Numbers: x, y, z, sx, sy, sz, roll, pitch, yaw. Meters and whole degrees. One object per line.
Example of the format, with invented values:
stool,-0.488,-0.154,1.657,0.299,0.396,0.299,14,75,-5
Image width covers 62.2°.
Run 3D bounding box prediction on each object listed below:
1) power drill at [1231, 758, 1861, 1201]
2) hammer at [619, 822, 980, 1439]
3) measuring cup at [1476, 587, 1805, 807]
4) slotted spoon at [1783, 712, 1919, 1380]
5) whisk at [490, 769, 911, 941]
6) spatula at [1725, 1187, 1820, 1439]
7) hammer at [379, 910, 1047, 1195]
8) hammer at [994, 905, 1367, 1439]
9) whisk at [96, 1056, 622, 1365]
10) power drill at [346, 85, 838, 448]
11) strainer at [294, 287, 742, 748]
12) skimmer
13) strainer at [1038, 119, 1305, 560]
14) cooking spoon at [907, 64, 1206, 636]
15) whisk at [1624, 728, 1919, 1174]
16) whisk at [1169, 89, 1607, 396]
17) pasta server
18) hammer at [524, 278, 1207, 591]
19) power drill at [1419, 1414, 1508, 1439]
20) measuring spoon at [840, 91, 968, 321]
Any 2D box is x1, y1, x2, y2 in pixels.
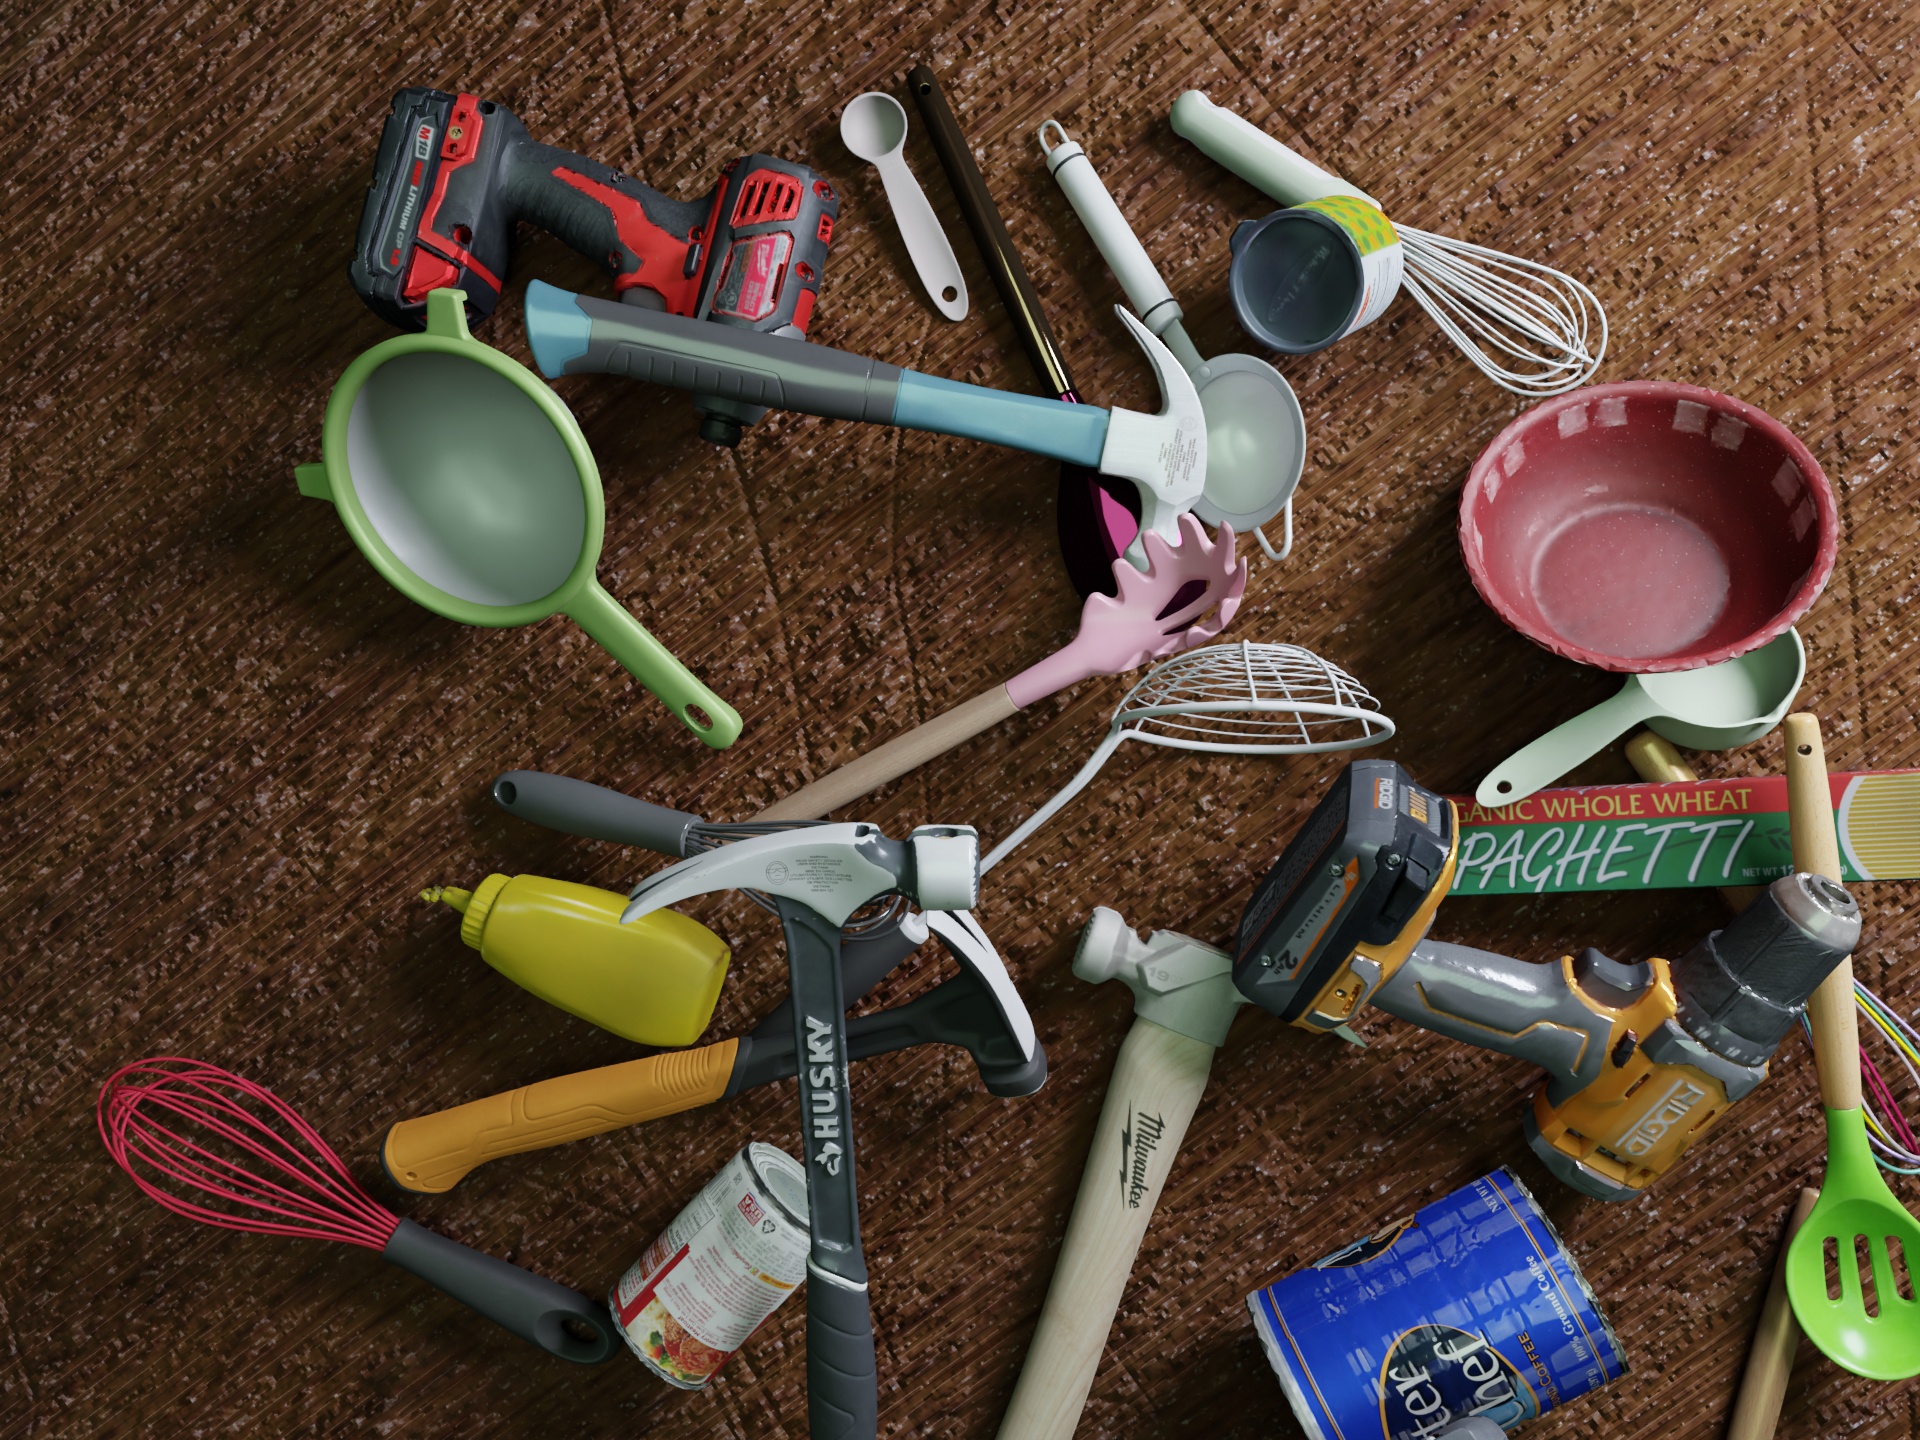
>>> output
power drill,0.261,0.104,0.716,0.226,0.084,0.185,28,122,-1
hammer,-0.063,0.235,0.725,0.149,0.036,0.408,-1,111,2
measuring cup,0.318,0.002,0.757,0.167,0.038,0.083,-31,58,0
slotted spoon,0.398,0.149,0.718,0.070,0.031,0.313,-8,100,23
whisk,-0.134,0.061,0.789,0.239,0.055,0.055,13,90,20
spatula,0.372,0.380,0.756,0.082,0.044,0.317,15,89,2
hammer,-0.135,0.170,0.770,0.337,0.034,0.127,-17,125,13
hammer,0.063,0.308,0.788,0.146,0.038,0.410,21,91,4
whisk,-0.307,0.255,0.813,0.296,0.073,0.073,27,91,-1
power drill,-0.181,-0.227,0.802,0.219,0.078,0.143,14,90,2
strainer,-0.198,-0.090,0.805,0.256,0.069,0.151,45,122,-11
skimmer,0.037,0.085,0.766,0.363,0.127,0.090,-41,68,11
strainer,0.107,-0.195,0.792,0.087,0.050,0.258,-39,77,48
cooking spoon,0.041,-0.188,0.808,0.069,0.017,0.319,-24,86,9
whisk,0.395,0.111,0.763,0.051,0.047,0.245,-34,82,5
whisk,0.206,-0.240,0.783,0.246,0.058,0.059,36,122,9
pasta server,-0.001,-0.002,0.772,0.316,0.040,0.060,-28,59,16
hammer,-0.044,-0.155,0.758,0.331,0.033,0.128,11,103,-2
power drill,0.219,0.370,0.691,0.164,0.226,0.084,-30,53,3
measuring spoon,-0.025,-0.263,0.820,0.034,0.018,0.124,-24,94,4
